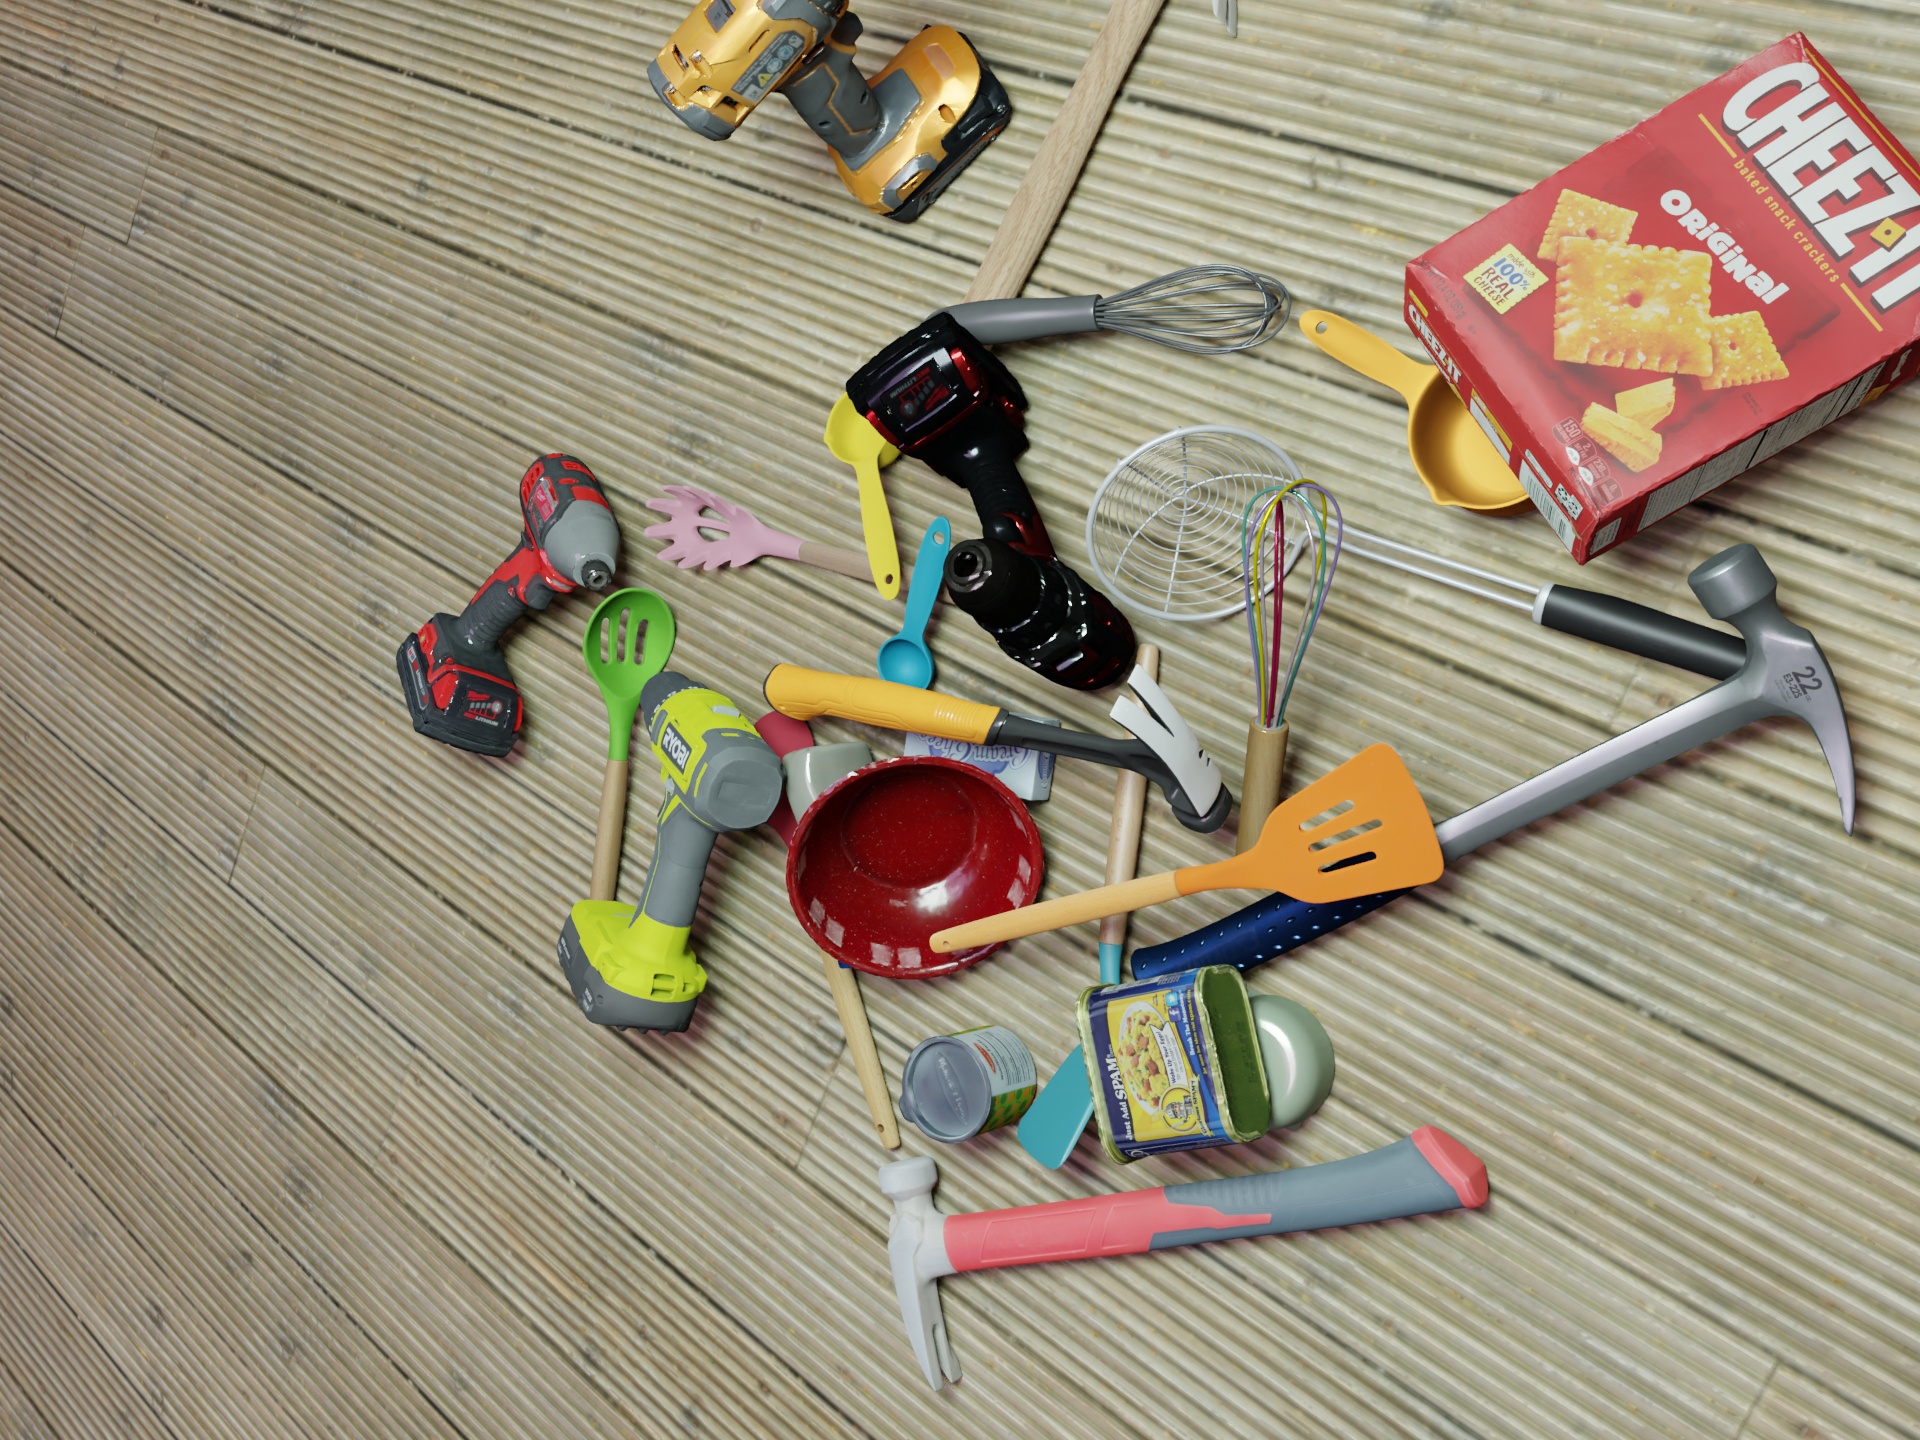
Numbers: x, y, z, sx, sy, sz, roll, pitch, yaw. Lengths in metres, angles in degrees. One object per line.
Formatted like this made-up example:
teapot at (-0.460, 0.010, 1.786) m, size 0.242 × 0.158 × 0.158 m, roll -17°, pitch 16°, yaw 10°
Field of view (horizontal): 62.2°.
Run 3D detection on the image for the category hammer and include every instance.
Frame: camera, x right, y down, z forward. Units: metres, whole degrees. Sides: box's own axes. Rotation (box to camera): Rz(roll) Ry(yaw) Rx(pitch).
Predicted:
hammer at (-0.002, -0.003, 0.971) m, size 0.337 × 0.127 × 0.034 m, roll 11°, pitch 63°, yaw 40°
hammer at (0.067, -0.361, 1.014) m, size 0.130 × 0.031 × 0.331 m, roll 36°, pitch 107°, yaw 29°
hammer at (0.122, 0.310, 0.941) m, size 0.386 × 0.038 × 0.143 m, roll -18°, pitch 79°, yaw 31°
hammer at (0.264, 0.069, 0.850) m, size 0.405 × 0.035 × 0.144 m, roll -33°, pitch 90°, yaw 31°

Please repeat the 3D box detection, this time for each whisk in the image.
whisk at (0.168, -0.017, 0.873) m, size 0.051 × 0.047 × 0.244 m, roll 13°, pitch 122°, yaw 21°
whisk at (0.084, -0.246, 0.975) m, size 0.239 × 0.055 × 0.055 m, roll 3°, pitch 89°, yaw 27°

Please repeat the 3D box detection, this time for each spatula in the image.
spatula at (0.086, 0.109, 0.969) m, size 0.082 × 0.044 × 0.317 m, roll -179°, pitch 96°, yaw -75°
spatula at (0.110, 0.094, 0.907) m, size 0.322 × 0.041 × 0.081 m, roll -19°, pitch 100°, yaw 37°

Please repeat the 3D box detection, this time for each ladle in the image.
ladle at (-0.094, 0.140, 1.097) m, size 0.069 × 0.031 × 0.315 m, roll -26°, pitch 76°, yaw 32°

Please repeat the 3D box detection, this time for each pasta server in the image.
pasta server at (-0.092, -0.111, 1.100) m, size 0.316 × 0.040 × 0.060 m, roll 18°, pitch 110°, yaw 31°

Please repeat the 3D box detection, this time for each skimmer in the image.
skimmer at (0.243, -0.068, 0.852) m, size 0.363 × 0.090 × 0.127 m, roll 23°, pitch 132°, yaw 29°

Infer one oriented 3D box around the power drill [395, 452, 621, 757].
power drill at (-0.337, -0.085, 1.218) m, size 0.219 × 0.078 × 0.143 m, roll -51°, pitch 45°, yaw 17°

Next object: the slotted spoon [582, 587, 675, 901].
slotted spoon at (-0.263, 0.054, 1.198) m, size 0.031 × 0.070 × 0.313 m, roll 21°, pitch 105°, yaw 56°

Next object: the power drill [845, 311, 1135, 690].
power drill at (0.013, -0.129, 0.945) m, size 0.080 × 0.187 × 0.227 m, roll -32°, pitch 66°, yaw 17°

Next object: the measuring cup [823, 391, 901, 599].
measuring cup at (-0.053, -0.152, 1.074) m, size 0.062 × 0.029 × 0.157 m, roll -18°, pitch 73°, yaw 28°

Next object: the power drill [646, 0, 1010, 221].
power drill at (-0.059, -0.416, 0.981) m, size 0.185 × 0.226 × 0.084 m, roll -40°, pitch 68°, yaw 25°

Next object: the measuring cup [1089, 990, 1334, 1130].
measuring cup at (0.136, 0.213, 0.935) m, size 0.167 × 0.038 × 0.083 m, roll -23°, pitch 75°, yaw 28°

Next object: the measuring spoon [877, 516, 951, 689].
measuring spoon at (-0.023, -0.076, 1.048) m, size 0.042 × 0.021 × 0.128 m, roll 26°, pitch 117°, yaw 20°

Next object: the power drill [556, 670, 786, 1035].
power drill at (-0.210, 0.085, 1.125) m, size 0.191 × 0.080 × 0.228 m, roll 39°, pitch 112°, yaw 55°

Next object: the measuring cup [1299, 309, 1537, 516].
measuring cup at (0.261, -0.176, 0.869) m, size 0.174 × 0.052 × 0.095 m, roll 41°, pitch 109°, yaw 29°
